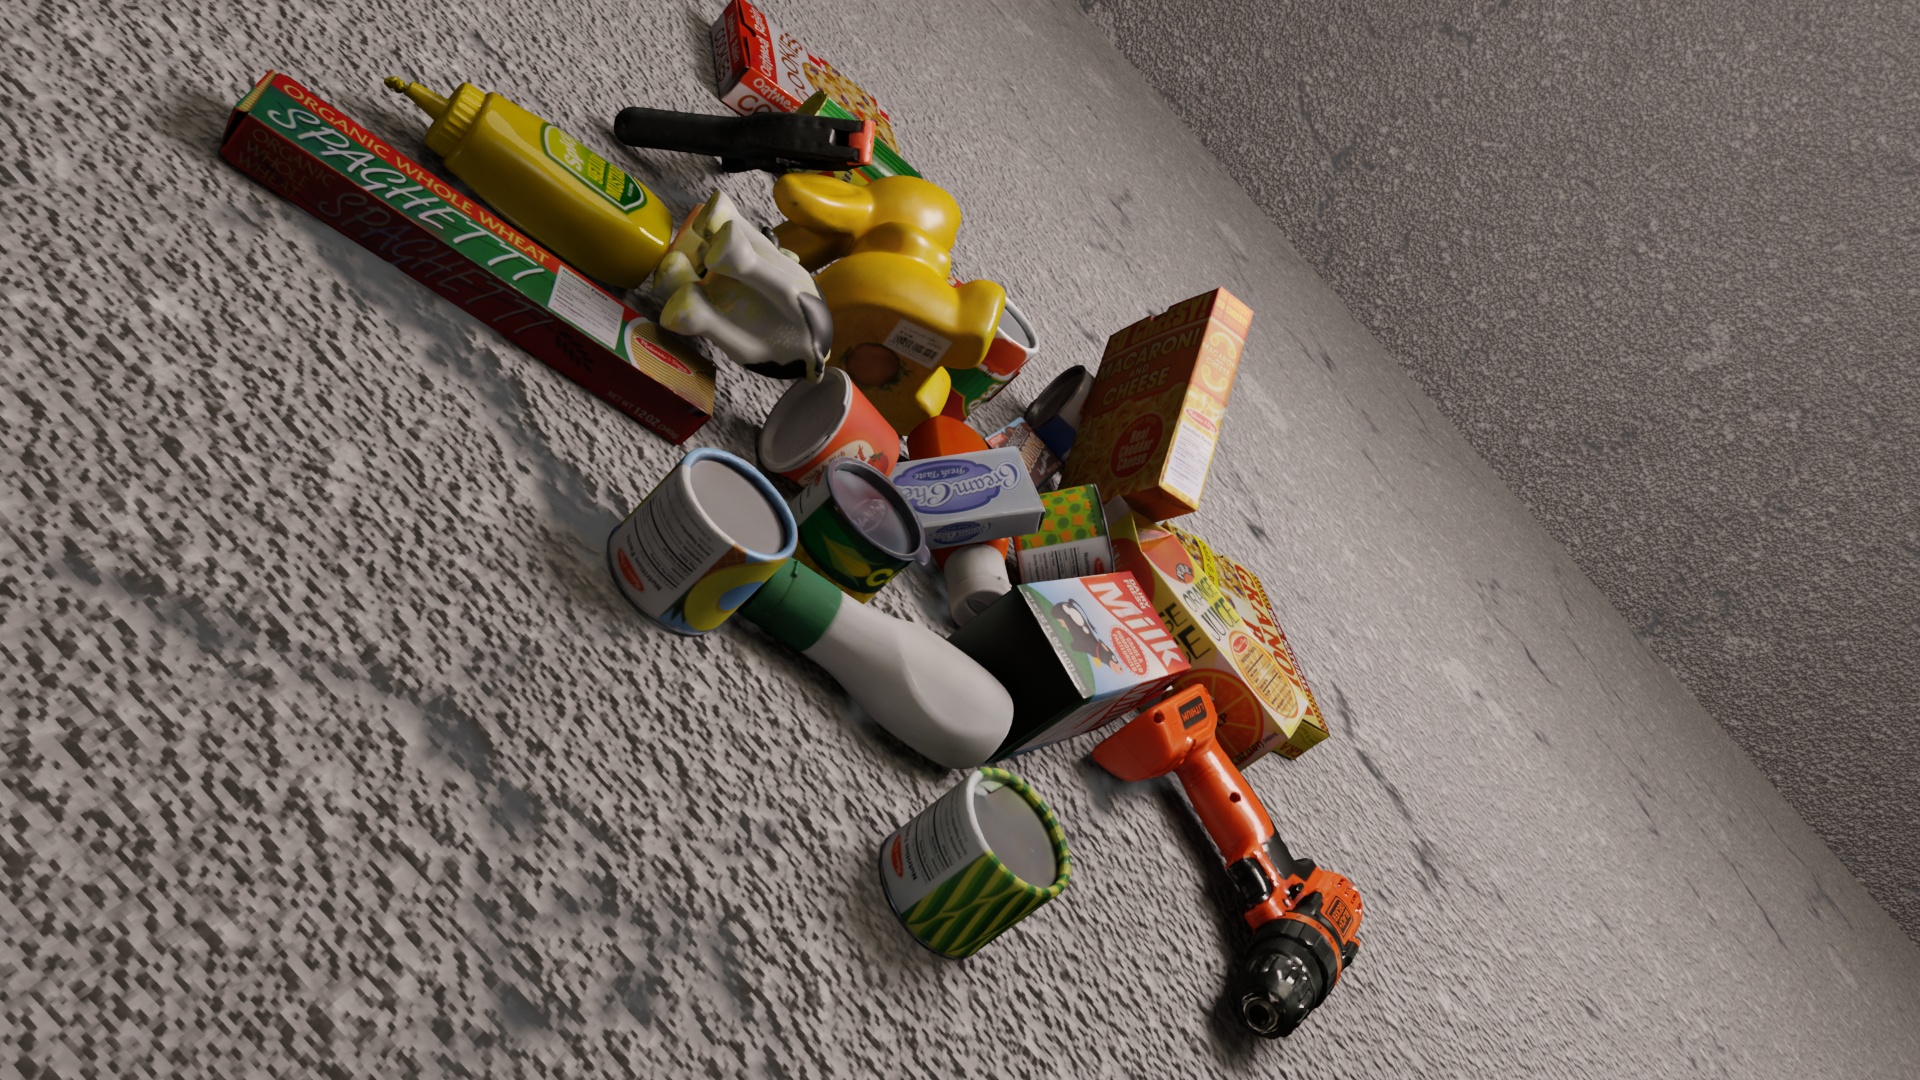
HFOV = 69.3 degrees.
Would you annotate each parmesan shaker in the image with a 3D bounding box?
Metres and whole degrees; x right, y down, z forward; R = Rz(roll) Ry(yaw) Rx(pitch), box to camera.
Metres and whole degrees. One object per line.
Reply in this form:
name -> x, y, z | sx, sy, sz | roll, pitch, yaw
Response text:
parmesan shaker -> -0.085, -0.287, 1.067 | 0.103, 0.071, 0.072 | 35, 28, -27

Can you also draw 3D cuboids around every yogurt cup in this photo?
yogurt cup -> -0.071, -0.055, 0.776 | 0.054, 0.072, 0.073 | 39, 26, -37

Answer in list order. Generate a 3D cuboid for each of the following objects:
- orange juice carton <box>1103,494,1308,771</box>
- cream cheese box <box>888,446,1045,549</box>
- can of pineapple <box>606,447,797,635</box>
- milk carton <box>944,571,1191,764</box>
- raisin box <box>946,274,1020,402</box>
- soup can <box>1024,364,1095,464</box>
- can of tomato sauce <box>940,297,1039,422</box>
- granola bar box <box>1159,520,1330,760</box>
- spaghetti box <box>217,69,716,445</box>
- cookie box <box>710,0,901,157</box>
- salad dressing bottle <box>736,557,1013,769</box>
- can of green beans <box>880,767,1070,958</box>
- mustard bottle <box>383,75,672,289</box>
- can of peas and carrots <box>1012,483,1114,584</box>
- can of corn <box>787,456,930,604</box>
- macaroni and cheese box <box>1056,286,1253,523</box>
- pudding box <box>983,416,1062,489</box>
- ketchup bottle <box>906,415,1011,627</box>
orange juice carton -> 0.140, 0.064, 0.931 | 0.193, 0.071, 0.073 | 52, 25, 7
cream cheese box -> -0.009, -0.023, 0.807 | 0.104, 0.024, 0.053 | -9, 52, -15
can of pineapple -> -0.116, 0.000, 0.633 | 0.071, 0.057, 0.071 | 37, 27, -23
milk carton -> 0.069, 0.068, 0.810 | 0.191, 0.073, 0.072 | -2, 58, -59
raisin box -> -0.017, -0.168, 1.045 | 0.123, 0.040, 0.086 | 28, 33, -35
soup can -> 0.101, -0.086, 1.089 | 0.083, 0.071, 0.072 | 41, 26, -19
can of tomato sauce -> 0.006, -0.129, 0.975 | 0.071, 0.083, 0.071 | 37, 28, -23
granola bar box -> 0.206, 0.074, 1.058 | 0.124, 0.039, 0.166 | 28, 32, -37
spaghetti box -> -0.228, -0.132, 0.673 | 0.250, 0.028, 0.050 | 34, 29, -28
cookie box -> -0.124, -0.360, 1.143 | 0.167, 0.040, 0.123 | 28, 32, -36
salad dressing bottle -> -0.042, 0.058, 0.687 | 0.147, 0.044, 0.064 | 36, 30, -21
can of green beans -> 0.007, 0.144, 0.625 | 0.071, 0.057, 0.071 | 37, 28, -23
mustard bottle -> -0.230, -0.197, 0.739 | 0.160, 0.048, 0.065 | 32, 27, -31
can of peas and carrots -> 0.063, 0.000, 0.885 | 0.071, 0.059, 0.071 | -50, 129, -89
can of corn -> -0.060, 0.002, 0.718 | 0.071, 0.058, 0.071 | 37, 27, -23
macaroni and cheese box -> 0.135, -0.089, 0.993 | 0.040, 0.123, 0.167 | 31, 64, -25
pudding box -> 0.036, -0.054, 0.980 | 0.049, 0.030, 0.084 | 49, 25, 3
ketchup bottle -> 0.003, -0.011, 0.851 | 0.064, 0.043, 0.149 | 38, 27, -36
